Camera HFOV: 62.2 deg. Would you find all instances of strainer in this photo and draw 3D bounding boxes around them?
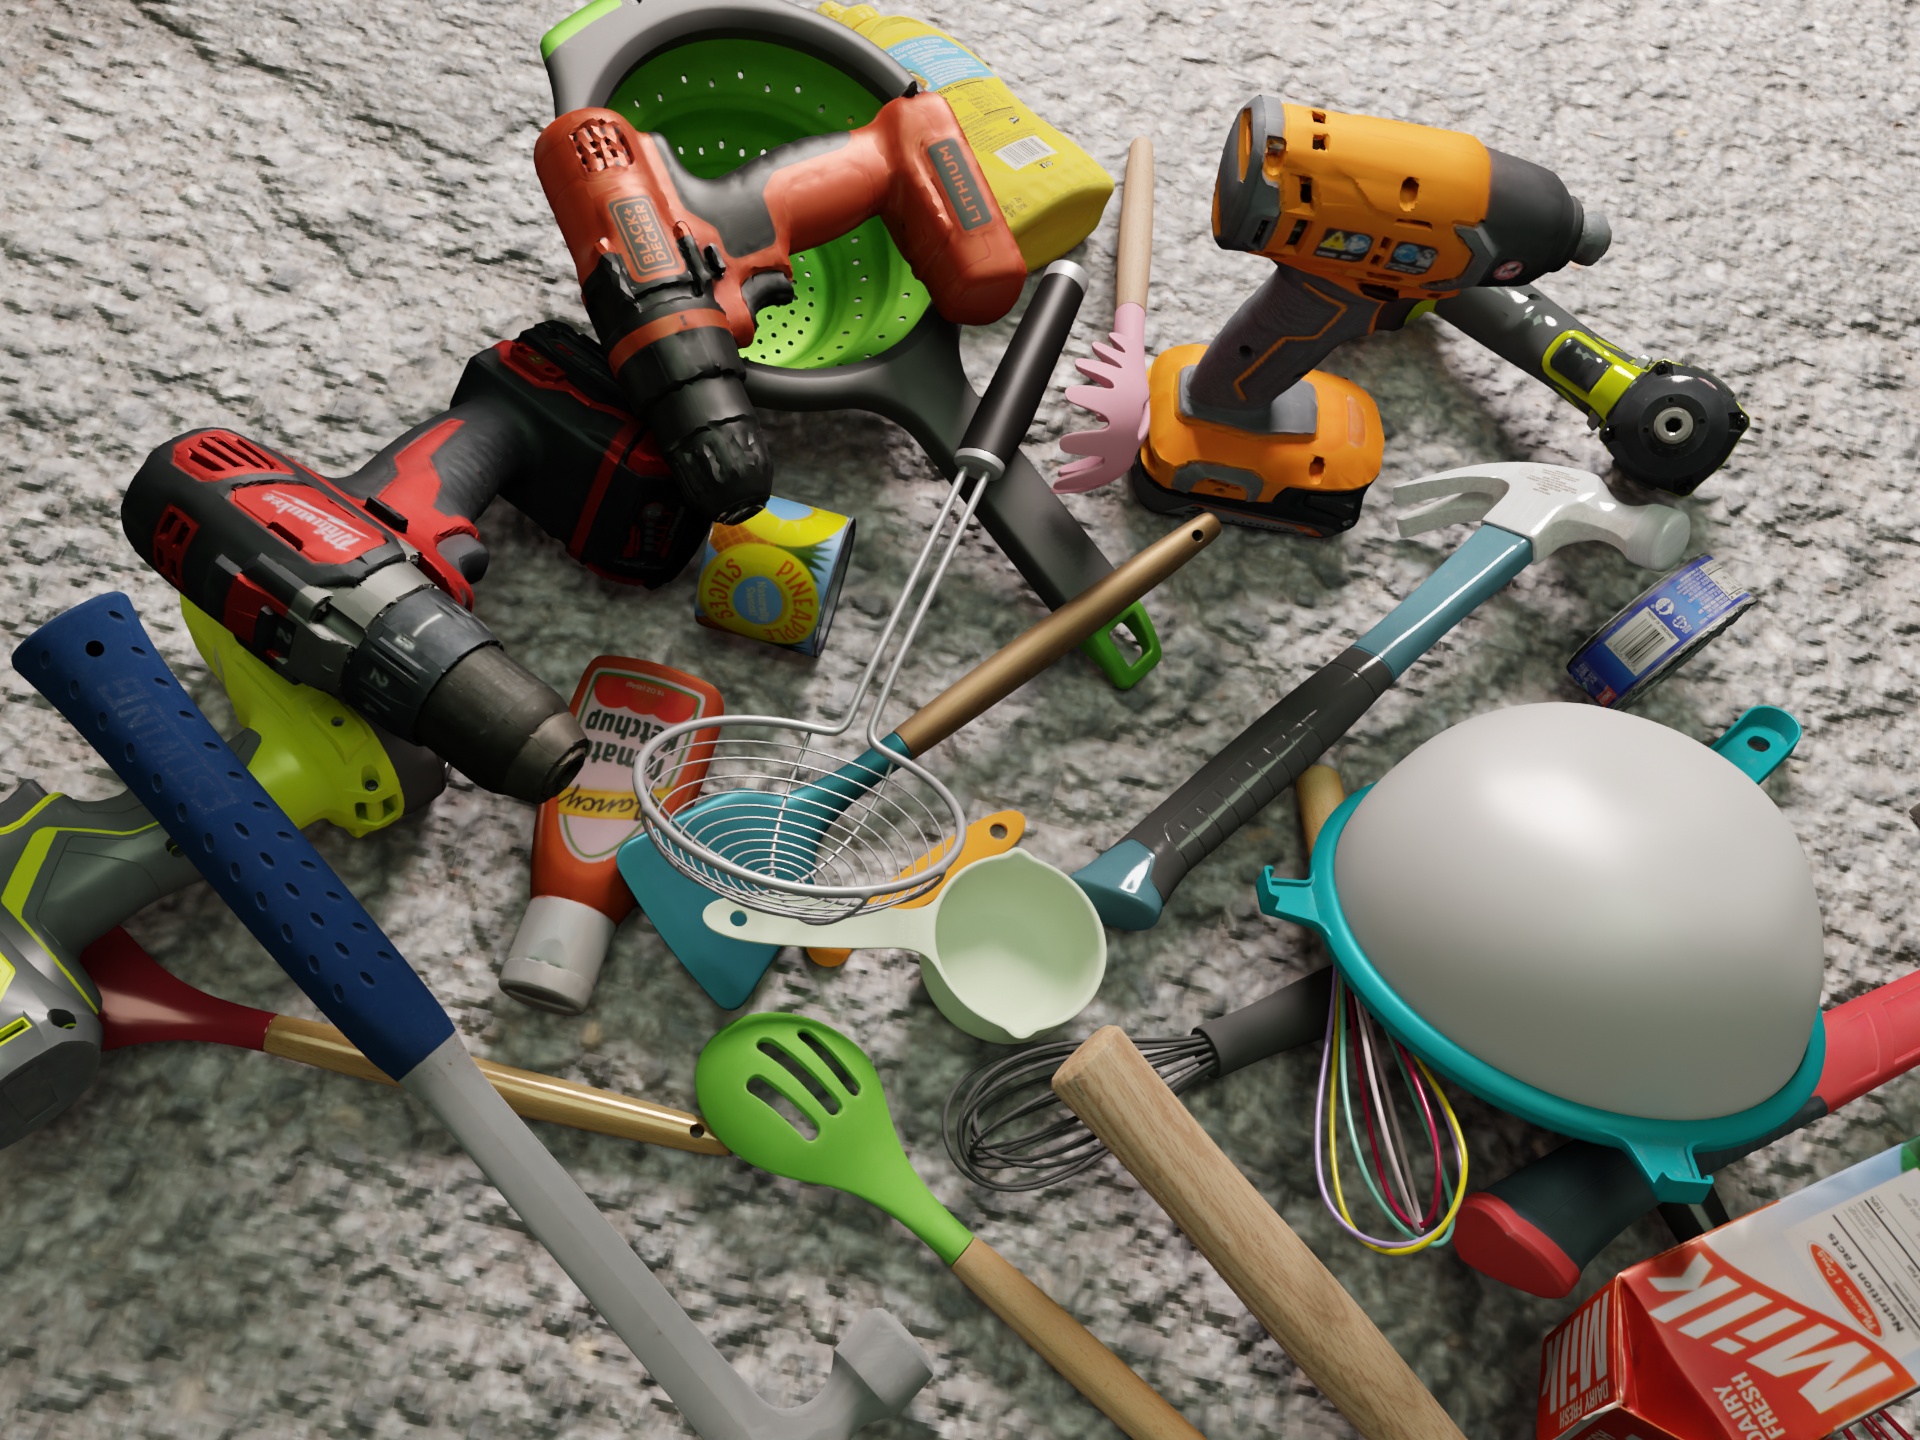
[{"bbox_3d":[0.297,0.035,0.669,0.211,0.095,0.340,36,45,29],"label":"strainer"}]

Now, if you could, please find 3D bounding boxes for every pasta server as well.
[{"bbox_3d":[0.078,-0.218,0.797,0.040,0.060,0.316,8,45,1],"label":"pasta server"}]

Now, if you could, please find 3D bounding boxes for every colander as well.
[{"bbox_3d":[-0.048,-0.169,0.774,0.204,0.094,0.397,-40,94,-26],"label":"colander"}]

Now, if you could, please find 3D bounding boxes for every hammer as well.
[{"bbox_3d":[0.153,0.251,0.595,0.130,0.031,0.331,-40,86,-23],"label":"hammer"},{"bbox_3d":[0.353,0.135,0.678,0.386,0.038,0.143,-14,65,-26],"label":"hammer"},{"bbox_3d":[0.181,-0.017,0.735,0.331,0.033,0.128,-39,43,-17],"label":"hammer"},{"bbox_3d":[-0.185,0.130,0.557,0.144,0.035,0.405,-40,95,-23],"label":"hammer"}]

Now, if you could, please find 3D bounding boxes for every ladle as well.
[{"bbox_3d":[-0.243,0.129,0.619,0.315,0.031,0.069,14,61,-5],"label":"ladle"}]

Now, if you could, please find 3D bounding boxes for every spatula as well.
[{"bbox_3d":[-0.001,-0.002,0.697,0.317,0.044,0.082,-36,98,-15],"label":"spatula"}]

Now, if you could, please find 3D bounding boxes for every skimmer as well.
[{"bbox_3d":[-0.013,-0.076,0.658,0.127,0.090,0.363,19,64,9],"label":"skimmer"}]

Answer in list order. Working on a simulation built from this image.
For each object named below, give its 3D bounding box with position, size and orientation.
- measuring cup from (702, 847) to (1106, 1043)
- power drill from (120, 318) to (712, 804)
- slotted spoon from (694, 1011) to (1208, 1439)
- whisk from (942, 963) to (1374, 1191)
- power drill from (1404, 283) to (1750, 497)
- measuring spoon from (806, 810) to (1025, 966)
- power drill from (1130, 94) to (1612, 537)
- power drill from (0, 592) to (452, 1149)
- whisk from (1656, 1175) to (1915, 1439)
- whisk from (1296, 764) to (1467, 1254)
[{"bbox_3d":[-0.024,0.093,0.659,0.167,0.038,0.083,7,61,-12],"label":"measuring cup"},{"bbox_3d":[-0.183,-0.068,0.639,0.188,0.080,0.227,36,35,6],"label":"power drill"},{"bbox_3d":[0.022,0.222,0.617,0.314,0.031,0.070,40,49,8],"label":"slotted spoon"},{"bbox_3d":[0.102,0.136,0.666,0.239,0.055,0.055,-16,68,-21],"label":"whisk"},{"bbox_3d":[0.290,-0.196,0.802,0.223,0.080,0.171,40,22,14],"label":"power drill"},{"bbox_3d":[-0.017,0.070,0.693,0.117,0.011,0.021,-32,73,-22],"label":"measuring spoon"},{"bbox_3d":[0.175,-0.175,0.725,0.164,0.226,0.084,8,63,-6],"label":"power drill"},{"bbox_3d":[-0.333,0.024,0.605,0.191,0.080,0.228,41,56,13],"label":"power drill"},{"bbox_3d":[0.324,0.248,0.643,0.073,0.073,0.296,-13,60,-16],"label":"whisk"},{"bbox_3d":[0.167,0.106,0.651,0.051,0.047,0.245,18,40,-13],"label":"whisk"}]
